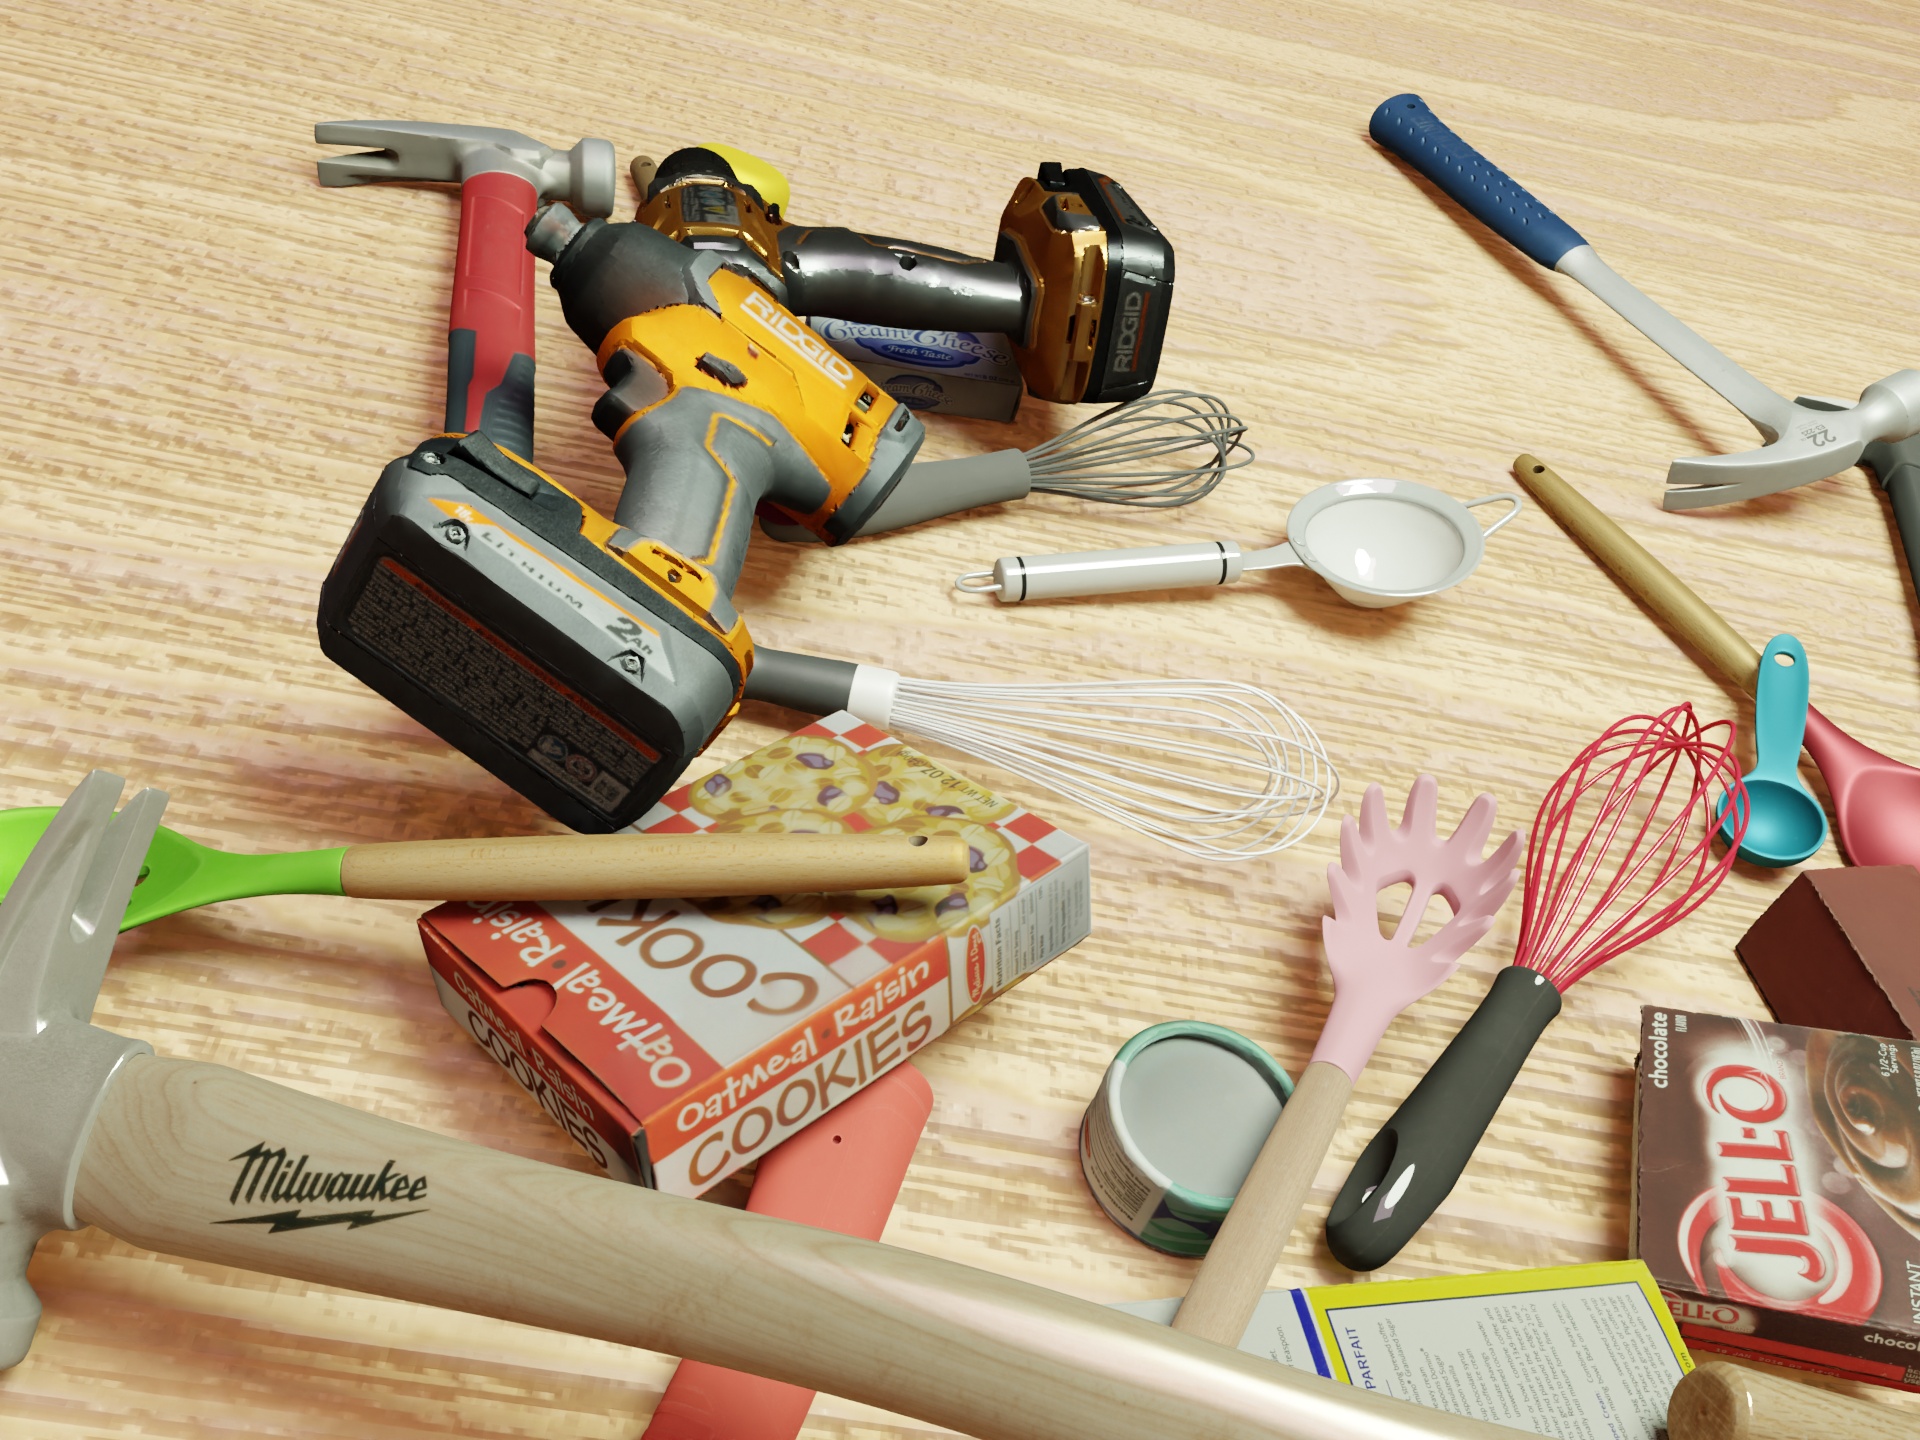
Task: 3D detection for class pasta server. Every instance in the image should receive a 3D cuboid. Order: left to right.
[{"bbox_3d":[0.099,0.117,0.461,0.060,0.040,0.316,19,39,23],"label":"pasta server"}]

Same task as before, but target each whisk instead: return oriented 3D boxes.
[{"bbox_3d":[-0.001,-0.001,0.591,0.284,0.070,0.070,12,45,3],"label":"whisk"},{"bbox_3d":[0.026,-0.107,0.703,0.239,0.055,0.055,-14,52,-21],"label":"whisk"},{"bbox_3d":[0.210,0.085,0.564,0.073,0.073,0.296,36,53,19],"label":"whisk"}]

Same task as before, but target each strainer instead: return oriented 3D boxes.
[{"bbox_3d":[0.122,-0.069,0.697,0.258,0.050,0.087,-6,43,-13],"label":"strainer"}]

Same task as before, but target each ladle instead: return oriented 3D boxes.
[{"bbox_3d":[0.356,-0.027,0.728,0.069,0.031,0.316,-29,53,-4],"label":"ladle"}]

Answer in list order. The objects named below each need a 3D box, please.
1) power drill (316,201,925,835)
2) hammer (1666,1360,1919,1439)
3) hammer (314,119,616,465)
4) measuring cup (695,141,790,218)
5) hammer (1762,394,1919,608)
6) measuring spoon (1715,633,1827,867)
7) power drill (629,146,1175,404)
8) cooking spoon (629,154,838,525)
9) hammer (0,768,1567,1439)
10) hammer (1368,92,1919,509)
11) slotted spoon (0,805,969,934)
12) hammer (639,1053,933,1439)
[{"bbox_3d":[-0.114,-0.086,0.538,0.164,0.084,0.227,37,40,-11],"label":"power drill"},{"bbox_3d":[0.349,0.218,0.416,0.331,0.130,0.031,15,49,-4],"label":"hammer"},{"bbox_3d":[-0.212,-0.154,0.666,0.143,0.038,0.387,0,43,-14],"label":"hammer"},{"bbox_3d":[-0.072,-0.254,0.817,0.156,0.029,0.062,27,26,4],"label":"measuring cup"},{"bbox_3d":[0.486,-0.053,0.786,0.146,0.035,0.335,20,46,3],"label":"hammer"},{"bbox_3d":[0.348,0.014,0.681,0.042,0.021,0.129,14,53,17],"label":"measuring spoon"},{"bbox_3d":[-0.036,-0.210,0.720,0.226,0.084,0.186,-1,35,-12],"label":"power drill"},{"bbox_3d":[-0.113,-0.189,0.743,0.068,0.017,0.319,-15,47,-15],"label":"cooking spoon"},{"bbox_3d":[-0.051,0.122,0.369,0.410,0.038,0.146,12,78,10],"label":"hammer"},{"bbox_3d":[0.362,-0.264,0.934,0.144,0.035,0.406,-24,50,-7],"label":"hammer"},{"bbox_3d":[-0.154,0.045,0.465,0.314,0.031,0.070,-2,29,4],"label":"slotted spoon"},{"bbox_3d":[-0.075,0.228,0.359,0.149,0.036,0.359,23,46,6],"label":"hammer"}]
